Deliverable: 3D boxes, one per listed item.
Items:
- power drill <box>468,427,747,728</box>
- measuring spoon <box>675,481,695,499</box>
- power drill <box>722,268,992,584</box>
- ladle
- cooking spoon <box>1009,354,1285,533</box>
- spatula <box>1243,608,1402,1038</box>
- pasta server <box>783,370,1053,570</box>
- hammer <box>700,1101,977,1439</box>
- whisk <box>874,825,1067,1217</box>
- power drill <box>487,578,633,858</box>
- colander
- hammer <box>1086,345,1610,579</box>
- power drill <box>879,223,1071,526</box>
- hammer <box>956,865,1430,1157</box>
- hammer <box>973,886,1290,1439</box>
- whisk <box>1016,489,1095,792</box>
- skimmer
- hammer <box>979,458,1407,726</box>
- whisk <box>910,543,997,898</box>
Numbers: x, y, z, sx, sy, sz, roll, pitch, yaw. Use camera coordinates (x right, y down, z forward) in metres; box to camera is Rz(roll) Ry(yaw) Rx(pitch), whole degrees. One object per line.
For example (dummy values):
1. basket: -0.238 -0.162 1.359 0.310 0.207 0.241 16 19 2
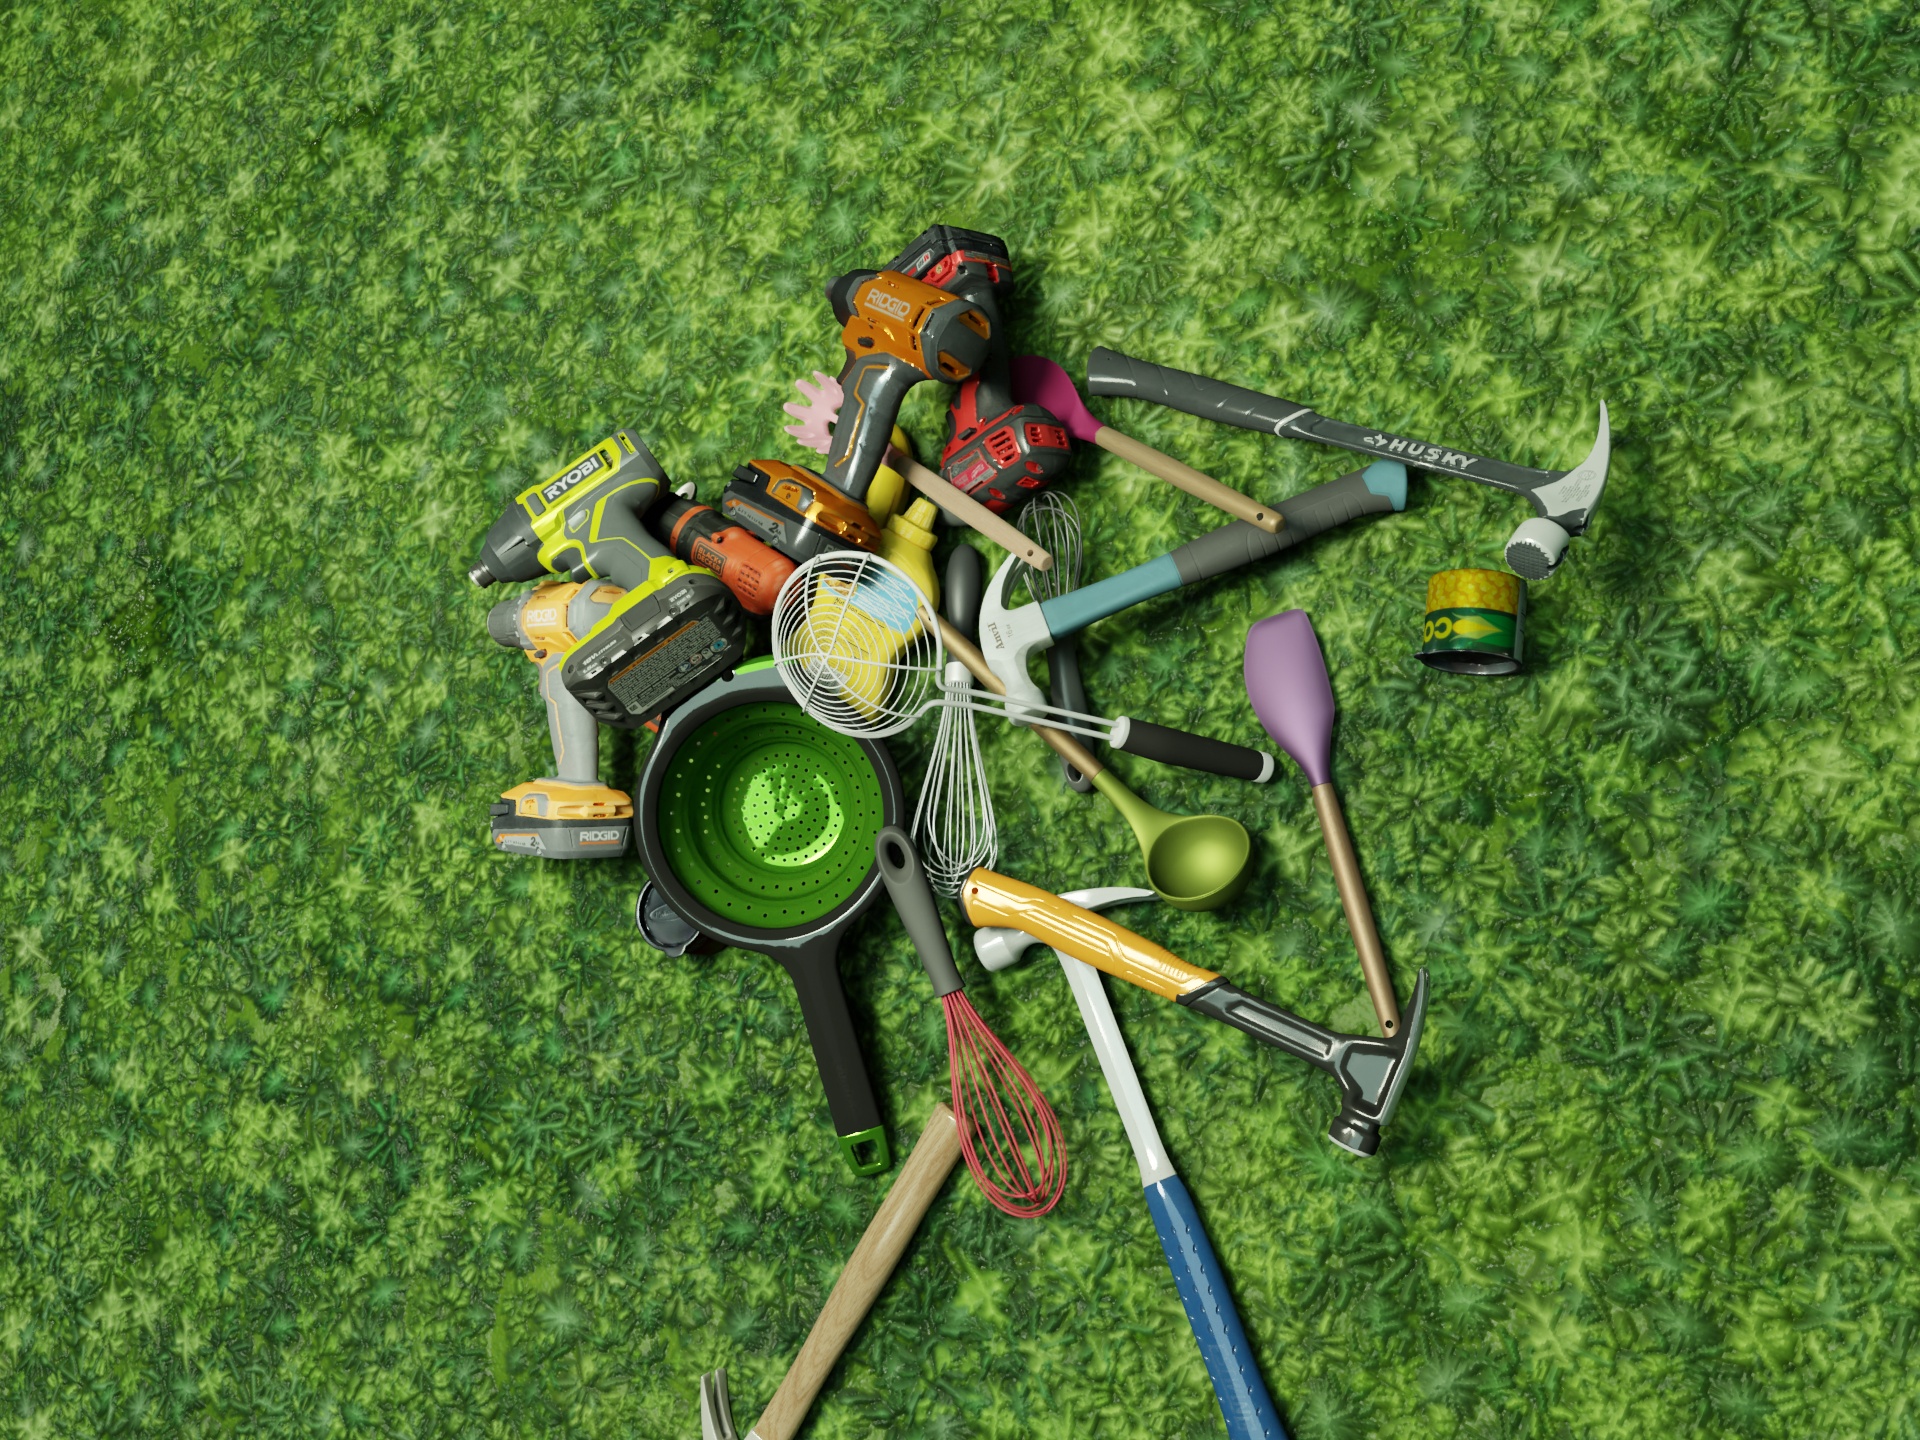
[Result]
1. power drill: -0.271 -0.106 1.204 0.171 0.080 0.223 -36 54 -3
2. measuring spoon: -0.265 -0.155 1.396 0.034 0.018 0.124 29 84 27
3. power drill: -0.088 -0.236 1.214 0.164 0.084 0.226 35 98 40
4. ladle: 0.082 0.018 1.152 0.078 0.062 0.320 -43 74 -15
5. cooking spoon: 0.123 -0.205 1.193 0.319 0.017 0.068 37 105 42
6. spatula: 0.258 0.071 1.113 0.060 0.018 0.316 -21 70 22
7. pasta server: -0.036 -0.190 1.227 0.316 0.040 0.060 40 105 40
8. hammer: -0.085 0.430 1.172 0.130 0.031 0.331 30 91 26
9. whisk: 0.001 0.213 1.143 0.073 0.073 0.296 -26 80 16
10. power drill: -0.342 -0.004 1.329 0.185 0.084 0.226 1 90 46
11. colander: -0.119 0.149 1.227 0.204 0.094 0.397 -16 90 2
12. hammer: 0.261 -0.214 1.143 0.409 0.036 0.149 24 60 33
13. power drill: 0.001 -0.264 1.258 0.143 0.078 0.220 -29 71 44
14. hammer: 0.147 0.168 1.090 0.337 0.034 0.127 21 88 26
15. hammer: 0.140 0.306 1.101 0.144 0.035 0.406 -27 69 16
16. whisk: 0.078 -0.063 1.209 0.055 0.055 0.239 -12 78 21
17. skimmer: 0.049 -0.021 1.100 0.090 0.363 0.127 -112 40 -56
18. hammer: 0.169 -0.113 1.148 0.331 0.033 0.128 -22 66 4
19. whisk: -0.003 -0.004 1.225 0.070 0.070 0.285 -5 72 22
